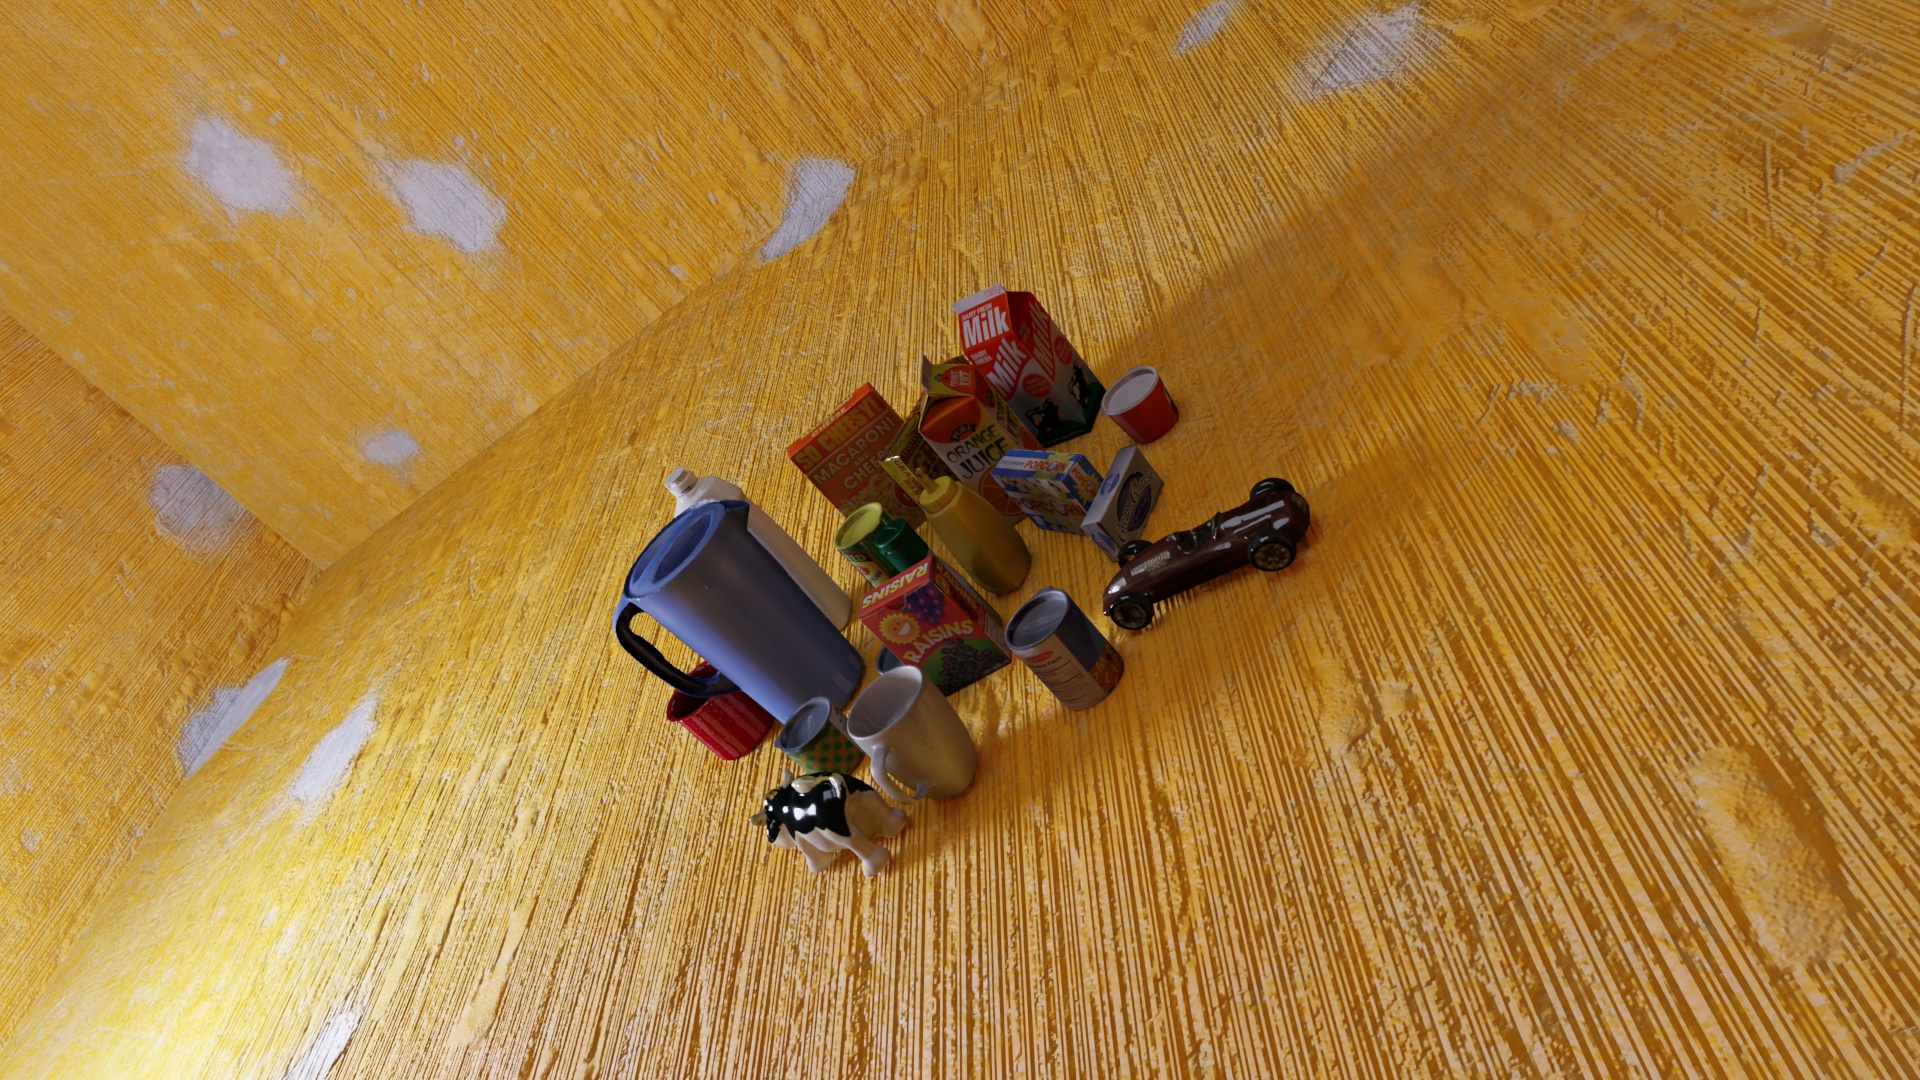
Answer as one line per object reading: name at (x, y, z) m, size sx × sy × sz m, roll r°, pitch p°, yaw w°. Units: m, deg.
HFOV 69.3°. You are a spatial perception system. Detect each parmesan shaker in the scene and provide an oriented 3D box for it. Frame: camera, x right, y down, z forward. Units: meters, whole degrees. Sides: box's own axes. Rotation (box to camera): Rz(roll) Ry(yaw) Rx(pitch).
parmesan shaker at (-0.076, 0.018, 1.478) m, size 0.071 × 0.103 × 0.072 m, roll -32°, pitch 28°, yaw 19°

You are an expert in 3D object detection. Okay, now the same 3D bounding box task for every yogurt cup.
yogurt cup at (0.185, -0.135, 1.413) m, size 0.072 × 0.054 × 0.073 m, roll -32°, pitch 28°, yaw 19°

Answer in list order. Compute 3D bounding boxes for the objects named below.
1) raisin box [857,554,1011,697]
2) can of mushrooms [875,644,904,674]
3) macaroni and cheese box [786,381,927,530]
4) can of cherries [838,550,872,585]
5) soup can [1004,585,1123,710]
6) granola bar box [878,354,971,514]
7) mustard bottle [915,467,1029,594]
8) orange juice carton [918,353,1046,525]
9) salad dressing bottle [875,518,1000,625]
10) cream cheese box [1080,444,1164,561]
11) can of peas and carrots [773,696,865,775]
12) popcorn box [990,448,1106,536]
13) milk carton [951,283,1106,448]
raisin box at (-0.023, 0.082, 1.286) m, size 0.086 × 0.123 × 0.040 m, roll -30°, pitch 29°, yaw 23°
can of mushrooms at (-0.047, 0.114, 1.372) m, size 0.071 × 0.033 × 0.071 m, roll -32°, pitch 28°, yaw 19°
macaroni and cheese box at (-0.099, -0.081, 1.587) m, size 0.123 × 0.166 × 0.040 m, roll -39°, pitch 26°, yaw 6°
can of cherries at (-0.094, 0.008, 1.568) m, size 0.071 × 0.058 × 0.072 m, roll -32°, pitch 28°, yaw 19°
soup can at (0.088, 0.090, 1.169) m, size 0.071 × 0.083 × 0.072 m, roll -32°, pitch 28°, yaw 19°
granola bar box at (-0.007, -0.105, 1.548) m, size 0.039 × 0.124 × 0.166 m, roll -12°, pitch 39°, yaw 45°
mustard bottle at (0.005, -0.017, 1.357) m, size 0.048 × 0.160 × 0.066 m, roll -21°, pitch 33°, yaw 36°
orange juice carton at (0.018, -0.110, 1.444) m, size 0.073 × 0.192 × 0.072 m, roll -32°, pitch 28°, yaw 20°
salad dressing bottle at (-0.022, 0.041, 1.320) m, size 0.044 × 0.147 × 0.064 m, roll -50°, pitch 27°, yaw -15°
cream cheese box at (0.154, -0.035, 1.304) m, size 0.024 × 0.053 × 0.104 m, roll -12°, pitch 39°, yaw 45°
can of peas and carrots at (-0.134, 0.195, 1.338) m, size 0.071 × 0.058 × 0.071 m, roll -32°, pitch 28°, yaw 19°
popcorn box at (0.097, -0.047, 1.363) m, size 0.038 × 0.085 × 0.126 m, roll -51°, pitch 28°, yaw -17°
milk carton at (0.071, -0.197, 1.506) m, size 0.072 × 0.190 × 0.074 m, roll -19°, pitch 34°, yaw 39°
